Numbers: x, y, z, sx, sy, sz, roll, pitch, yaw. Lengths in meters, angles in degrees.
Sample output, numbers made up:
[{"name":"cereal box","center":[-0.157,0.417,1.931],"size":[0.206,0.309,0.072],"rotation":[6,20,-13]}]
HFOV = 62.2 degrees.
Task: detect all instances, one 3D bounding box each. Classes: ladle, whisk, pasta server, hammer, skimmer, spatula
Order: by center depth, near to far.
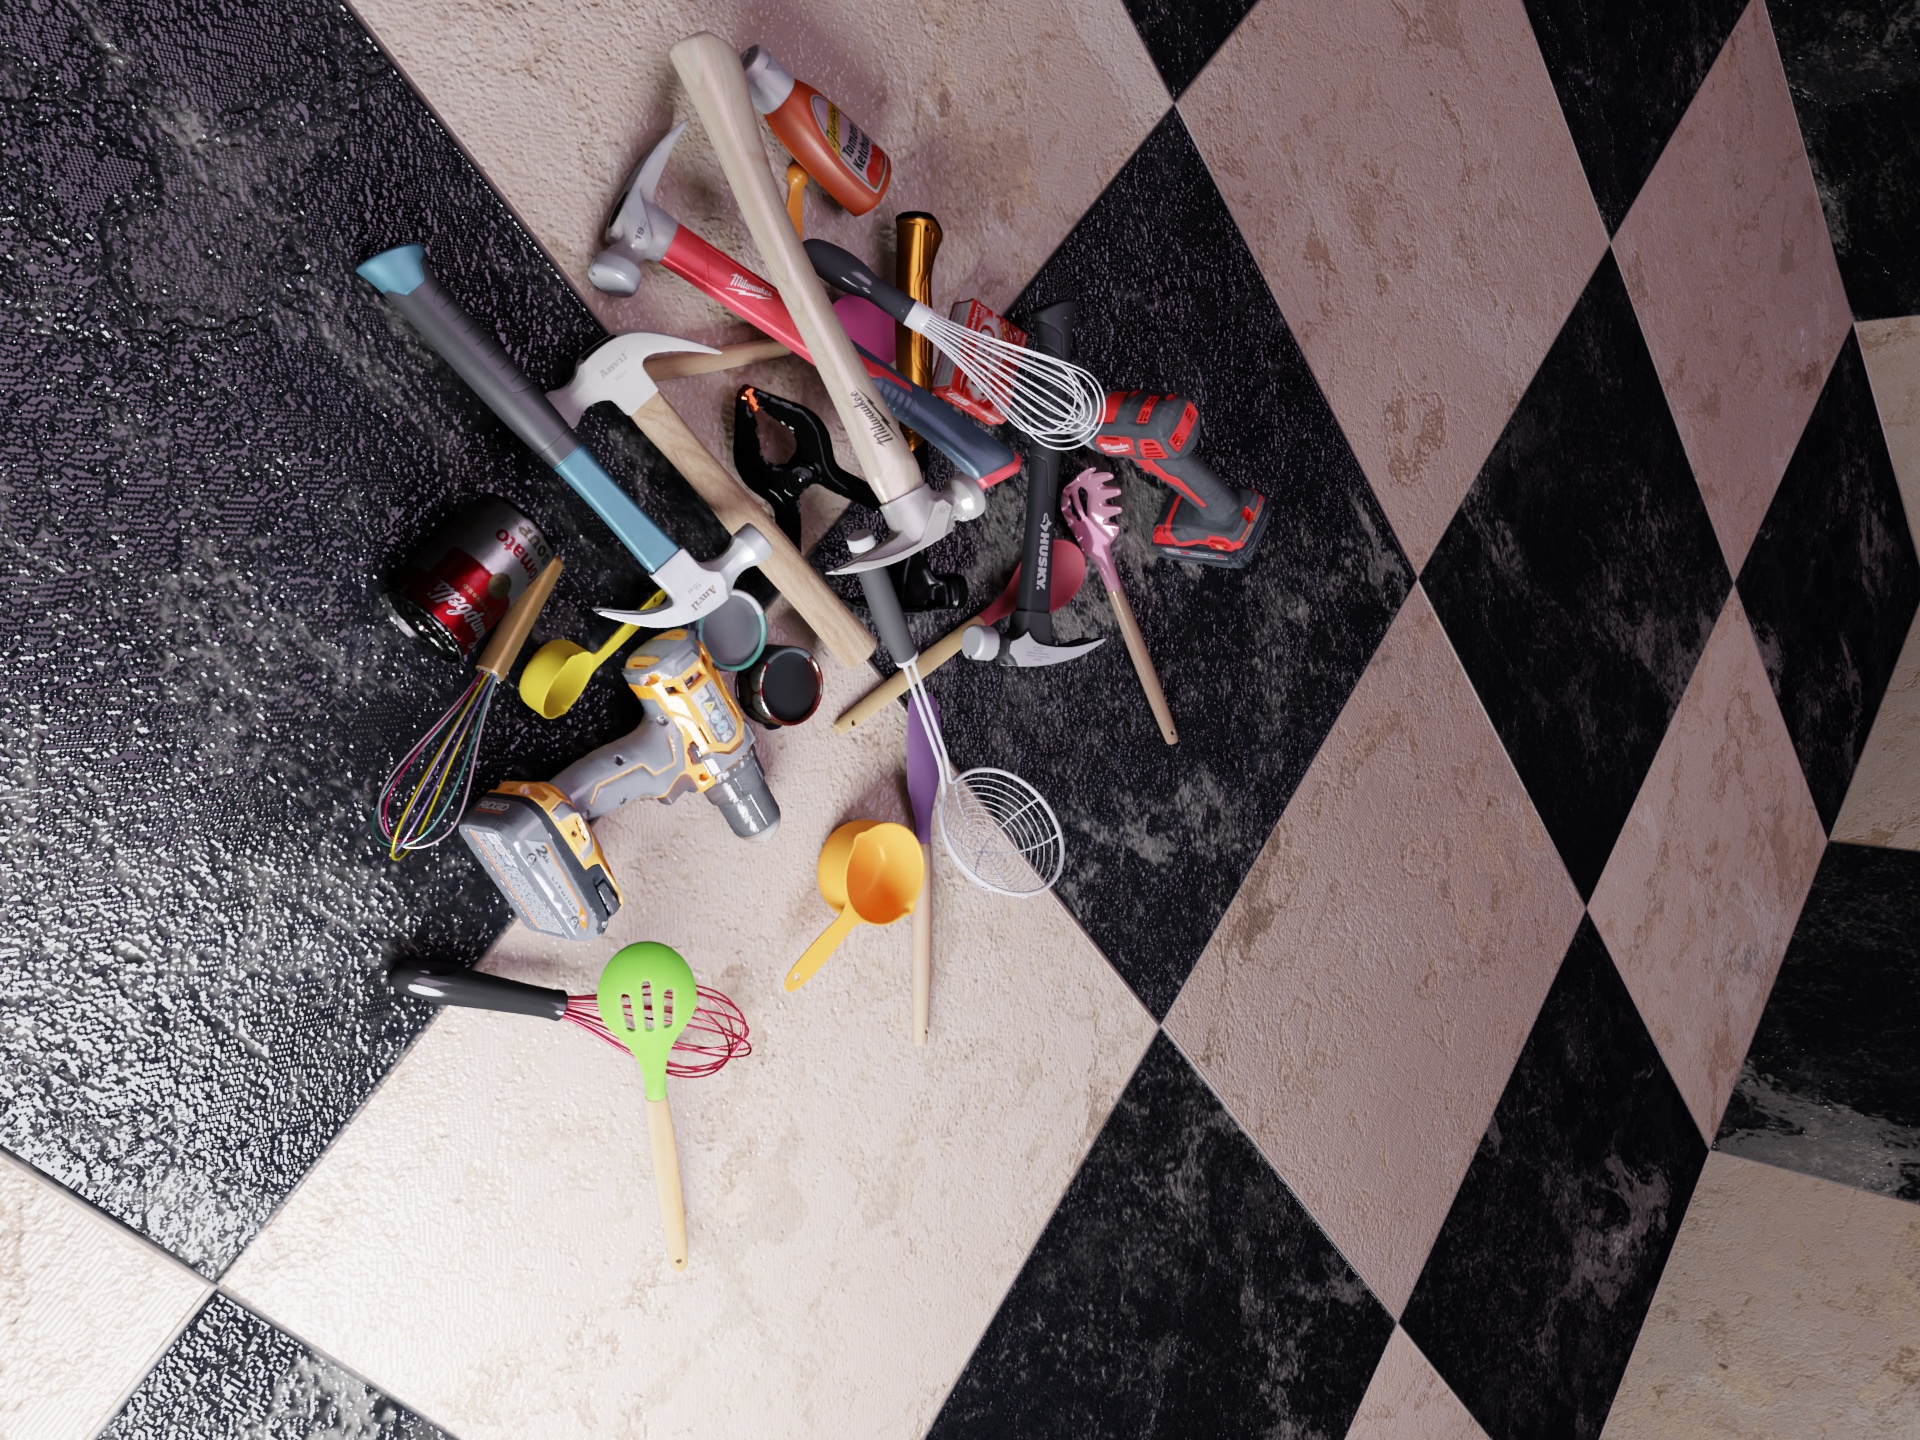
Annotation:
[{"name":"hammer","center":[-0.284,-0.197,1.113],"size":[0.128,0.033,0.330],"rotation":[-45,113,-8]},{"name":"whisk","center":[-0.341,-0.013,1.115],"size":[0.245,0.051,0.047],"rotation":[-68,151,-21]},{"name":"whisk","center":[-0.278,0.214,1.176],"size":[0.295,0.073,0.073],"rotation":[20,80,-36]},{"name":"hammer","center":[-0.122,-0.313,1.205],"size":[0.146,0.038,0.410],"rotation":[-33,104,-31]},{"name":"hammer","center":[-0.169,-0.162,1.226],"size":[0.130,0.031,0.331],"rotation":[-44,123,-5]},{"name":"hammer","center":[-0.100,-0.309,1.265],"size":[0.386,0.038,0.143],"rotation":[29,72,-30]},{"name":"whisk","center":[-0.006,-0.314,1.301],"size":[0.284,0.070,0.070],"rotation":[31,70,-8]},{"name":"hammer","center":[-0.045,-0.259,1.352],"size":[0.127,0.034,0.337],"rotation":[-7,102,-43]},{"name":"skimmer","center":[-0.002,-0.004,1.355],"size":[0.127,0.090,0.363],"rotation":[-56,136,-43]},{"name":"spatula","center":[-0.033,0.134,1.418],"size":[0.059,0.018,0.316],"rotation":[-6,99,-59]},{"name":"ladle","center":[0.001,-0.073,1.428],"size":[0.315,0.031,0.069],"rotation":[-38,122,-32]},{"name":"hammer","center":[0.079,-0.214,1.440],"size":[0.146,0.035,0.335],"rotation":[4,90,-38]},{"name":"pasta server","center":[0.164,-0.106,1.567],"size":[0.060,0.040,0.316],"rotation":[-33,117,-18]}]

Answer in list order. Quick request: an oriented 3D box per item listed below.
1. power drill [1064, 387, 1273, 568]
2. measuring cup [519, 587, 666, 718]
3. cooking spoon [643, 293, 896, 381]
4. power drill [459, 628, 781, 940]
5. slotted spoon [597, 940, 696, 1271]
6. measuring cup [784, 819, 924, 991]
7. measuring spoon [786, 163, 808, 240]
[{"name":"power drill","center":[0.195,-0.238,1.523],"size":[0.219,0.143,0.078],"rotation":[39,72,-44]},{"name":"measuring cup","center":[-0.270,-0.061,1.178],"size":[0.157,0.029,0.062],"rotation":[-53,169,-42]},{"name":"cooking spoon","center":[-0.159,-0.295,1.267],"size":[0.319,0.017,0.068],"rotation":[-23,114,-40]},{"name":"power drill","center":[-0.237,0.066,1.188],"size":[0.226,0.084,0.185],"rotation":[-47,124,-34]},{"name":"slotted spoon","center":[-0.224,0.301,1.195],"size":[0.070,0.031,0.313],"rotation":[-6,120,-11]},{"name":"measuring cup","center":[-0.104,0.156,1.334],"size":[0.174,0.052,0.095],"rotation":[-49,123,-26]},{"name":"measuring spoon","center":[-0.134,-0.392,1.286],"size":[0.021,0.011,0.117],"rotation":[4,91,-43]}]
